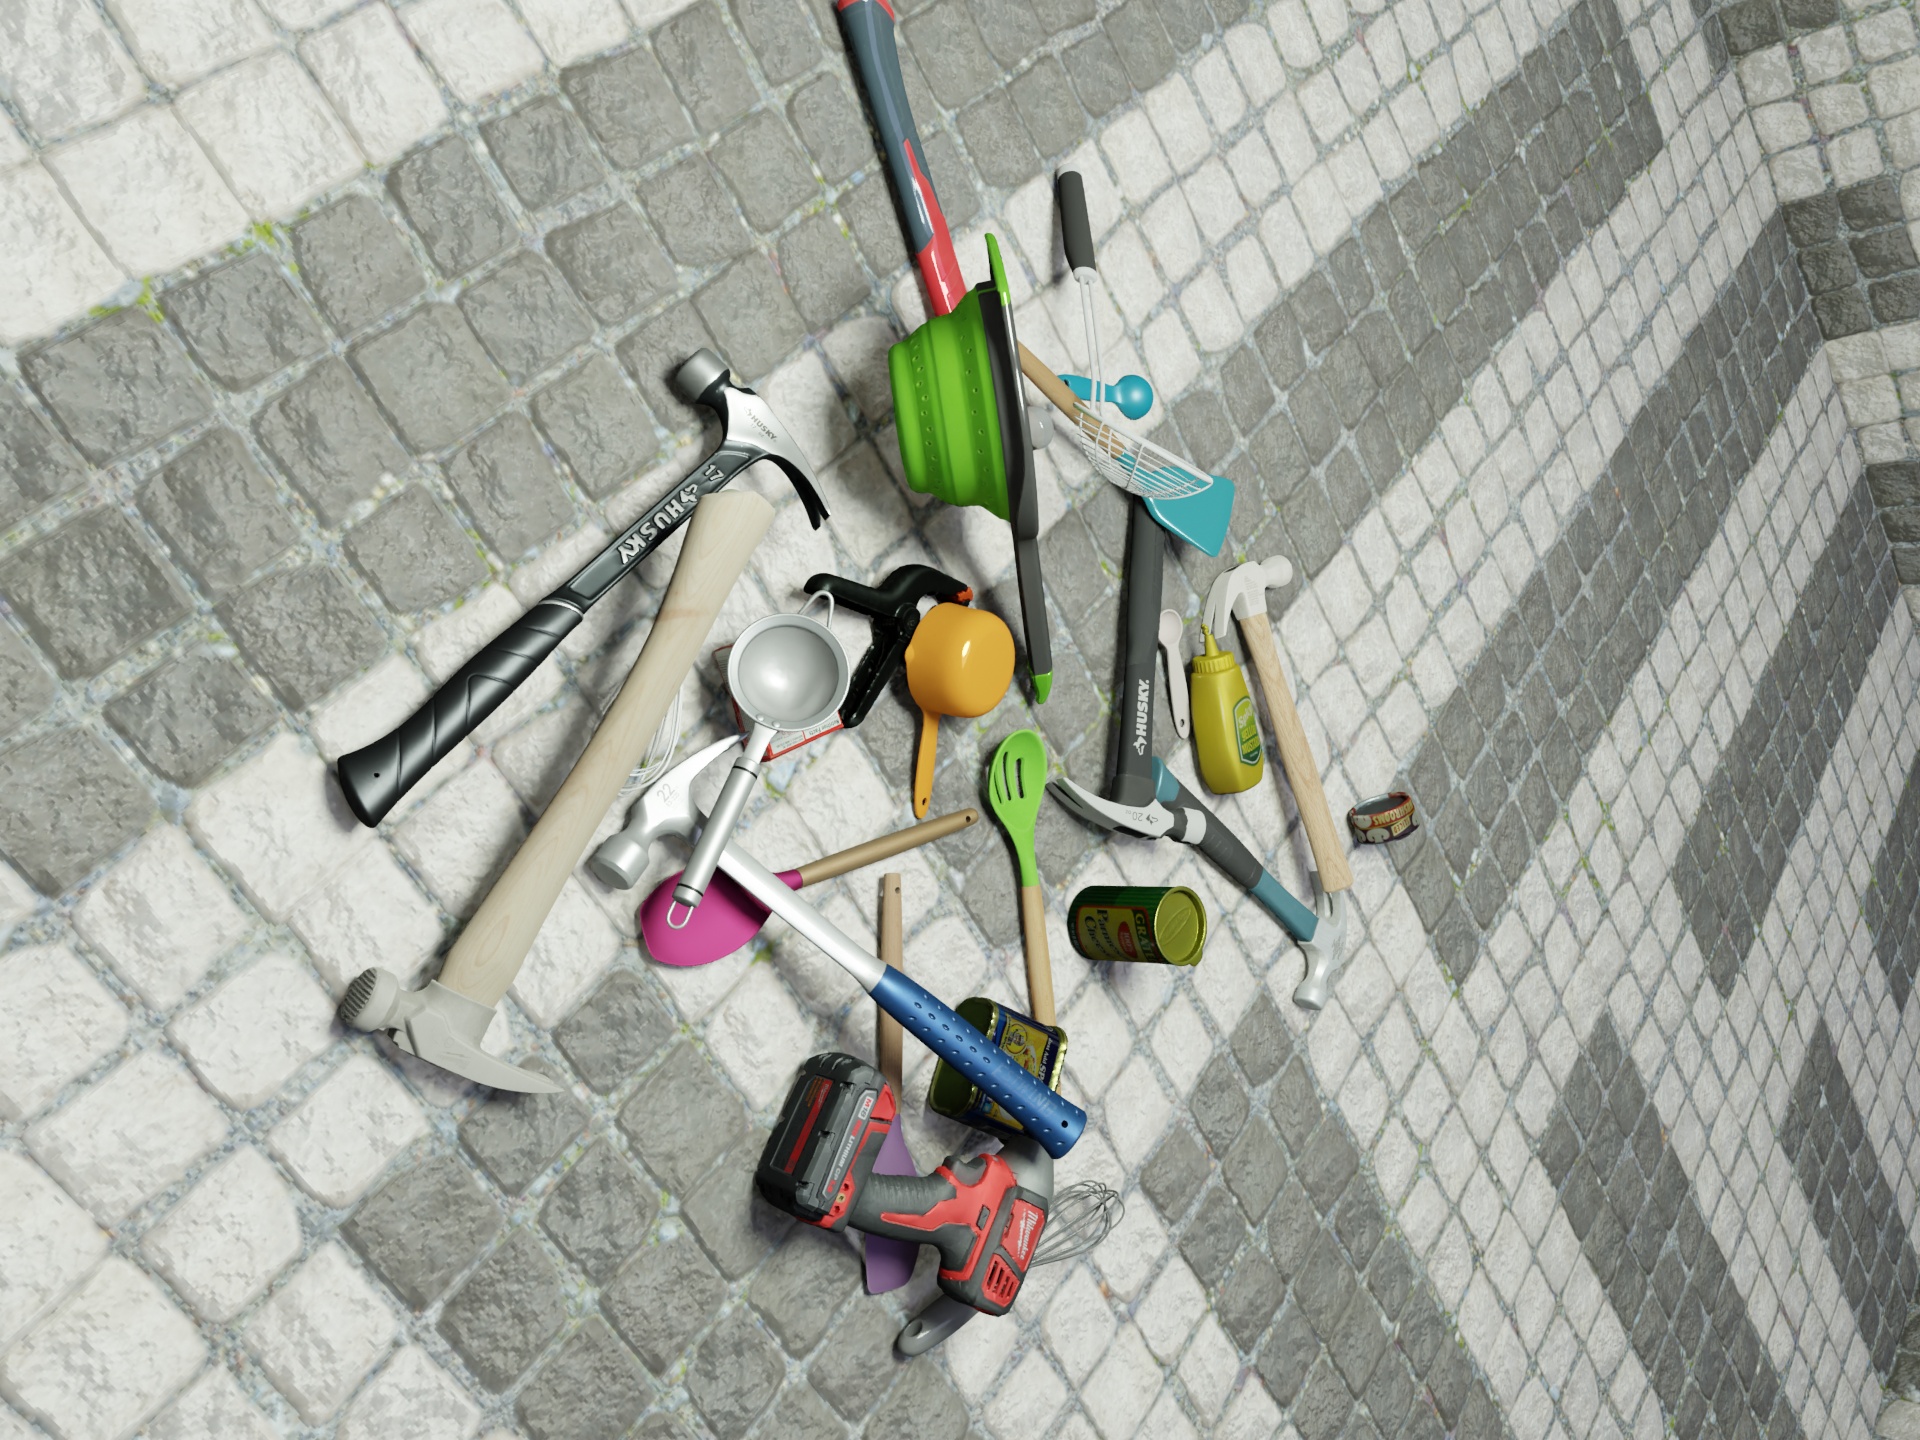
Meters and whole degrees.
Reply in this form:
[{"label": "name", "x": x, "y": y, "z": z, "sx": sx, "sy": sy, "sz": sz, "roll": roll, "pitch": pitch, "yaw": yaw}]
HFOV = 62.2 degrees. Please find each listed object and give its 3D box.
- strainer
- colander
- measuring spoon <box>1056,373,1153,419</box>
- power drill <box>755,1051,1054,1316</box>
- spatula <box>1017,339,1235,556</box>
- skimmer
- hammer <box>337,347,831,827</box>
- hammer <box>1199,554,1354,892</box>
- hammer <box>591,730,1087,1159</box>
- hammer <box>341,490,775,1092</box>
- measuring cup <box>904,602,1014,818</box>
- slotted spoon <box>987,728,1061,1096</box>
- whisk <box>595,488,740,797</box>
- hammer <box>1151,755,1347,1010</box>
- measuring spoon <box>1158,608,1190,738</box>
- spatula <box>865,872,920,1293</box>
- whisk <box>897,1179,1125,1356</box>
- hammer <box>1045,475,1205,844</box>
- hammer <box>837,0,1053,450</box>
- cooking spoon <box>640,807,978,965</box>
[{"label": "strainer", "x": -0.146, "y": 0.026, "z": 1.096, "sx": 0.087, "sy": 0.050, "sz": 0.258, "roll": 25, "pitch": 67, "yaw": -5}, {"label": "colander", "x": 0.009, "y": -0.168, "z": 1.233, "sx": 0.205, "sy": 0.094, "sz": 0.396, "roll": -97, "pitch": 178, "yaw": -51}, {"label": "measuring spoon", "x": 0.134, "y": -0.300, "z": 1.440, "sx": 0.128, "sy": 0.021, "sz": 0.042, "roll": -2, "pitch": 87, "yaw": -43}, {"label": "power drill", "x": -0.026, "y": 0.334, "z": 1.169, "sx": 0.219, "sy": 0.078, "sz": 0.143, "roll": 33, "pitch": 70, "yaw": -25}, {"label": "spatula", "x": 0.130, "y": -0.250, "z": 1.375, "sx": 0.317, "sy": 0.044, "sz": 0.082, "roll": 34, "pitch": 64, "yaw": -39}, {"label": "skimmer", "x": 0.133, "y": -0.339, "z": 1.333, "sx": 0.127, "sy": 0.090, "sz": 0.364, "roll": 18, "pitch": 57, "yaw": -40}, {"label": "hammer", "x": -0.247, "y": -0.080, "z": 1.050, "sx": 0.149, "sy": 0.036, "sz": 0.409, "roll": 44, "pitch": 60, "yaw": -7}, {"label": "hammer", "x": 0.317, "y": 0.007, "z": 1.548, "sx": 0.130, "sy": 0.031, "sz": 0.331, "roll": -18, "pitch": 90, "yaw": -39}, {"label": "hammer", "x": -0.065, "y": 0.173, "z": 1.138, "sx": 0.405, "sy": 0.035, "sz": 0.144, "roll": 41, "pitch": 57, "yaw": -13}, {"label": "hammer", "x": -0.223, "y": 0.036, "z": 1.020, "sx": 0.146, "sy": 0.038, "sz": 0.411, "roll": 36, "pitch": 76, "yaw": -34}, {"label": "measuring cup", "x": -0.002, "y": -0.004, "z": 1.250, "sx": 0.095, "sy": 0.052, "sz": 0.173, "roll": 4, "pitch": 96, "yaw": -56}, {"label": "slotted spoon", "x": 0.059, "y": 0.163, "z": 1.328, "sx": 0.070, "sy": 0.031, "sz": 0.314, "roll": -10, "pitch": 95, "yaw": -44}, {"label": "whisk", "x": -0.197, "y": -0.059, "z": 1.109, "sx": 0.059, "sy": 0.058, "sz": 0.246, "roll": 70, "pitch": 34, "yaw": -61}, {"label": "hammer", "x": 0.272, "y": 0.143, "z": 1.517, "sx": 0.330, "sy": 0.033, "sz": 0.128, "roll": 42, "pitch": 61, "yaw": -31}, {"label": "measuring spoon", "x": 0.196, "y": -0.043, "z": 1.482, "sx": 0.034, "sy": 0.018, "sz": 0.124, "roll": -20, "pitch": 106, "yaw": -37}, {"label": "spatula", "x": -0.051, "y": 0.275, "z": 1.222, "sx": 0.059, "sy": 0.018, "sz": 0.316, "roll": 3, "pitch": 85, "yaw": -44}, {"label": "whisk", "x": 0.043, "y": 0.438, "z": 1.274, "sx": 0.239, "sy": 0.055, "sz": 0.055, "roll": -25, "pitch": 102, "yaw": -36}, {"label": "hammer", "x": 0.156, "y": -0.063, "z": 1.416, "sx": 0.146, "sy": 0.035, "sz": 0.335, "roll": 12, "pitch": 72, "yaw": -23}, {"label": "hammer", "x": -0.035, "y": -0.390, "z": 1.287, "sx": 0.143, "sy": 0.038, "sz": 0.386, "roll": -27, "pitch": 104, "yaw": -39}, {"label": "cooking spoon", "x": -0.103, "y": 0.112, "z": 1.191, "sx": 0.319, "sy": 0.017, "sz": 0.069, "roll": -17, "pitch": 93, "yaw": -41}]
